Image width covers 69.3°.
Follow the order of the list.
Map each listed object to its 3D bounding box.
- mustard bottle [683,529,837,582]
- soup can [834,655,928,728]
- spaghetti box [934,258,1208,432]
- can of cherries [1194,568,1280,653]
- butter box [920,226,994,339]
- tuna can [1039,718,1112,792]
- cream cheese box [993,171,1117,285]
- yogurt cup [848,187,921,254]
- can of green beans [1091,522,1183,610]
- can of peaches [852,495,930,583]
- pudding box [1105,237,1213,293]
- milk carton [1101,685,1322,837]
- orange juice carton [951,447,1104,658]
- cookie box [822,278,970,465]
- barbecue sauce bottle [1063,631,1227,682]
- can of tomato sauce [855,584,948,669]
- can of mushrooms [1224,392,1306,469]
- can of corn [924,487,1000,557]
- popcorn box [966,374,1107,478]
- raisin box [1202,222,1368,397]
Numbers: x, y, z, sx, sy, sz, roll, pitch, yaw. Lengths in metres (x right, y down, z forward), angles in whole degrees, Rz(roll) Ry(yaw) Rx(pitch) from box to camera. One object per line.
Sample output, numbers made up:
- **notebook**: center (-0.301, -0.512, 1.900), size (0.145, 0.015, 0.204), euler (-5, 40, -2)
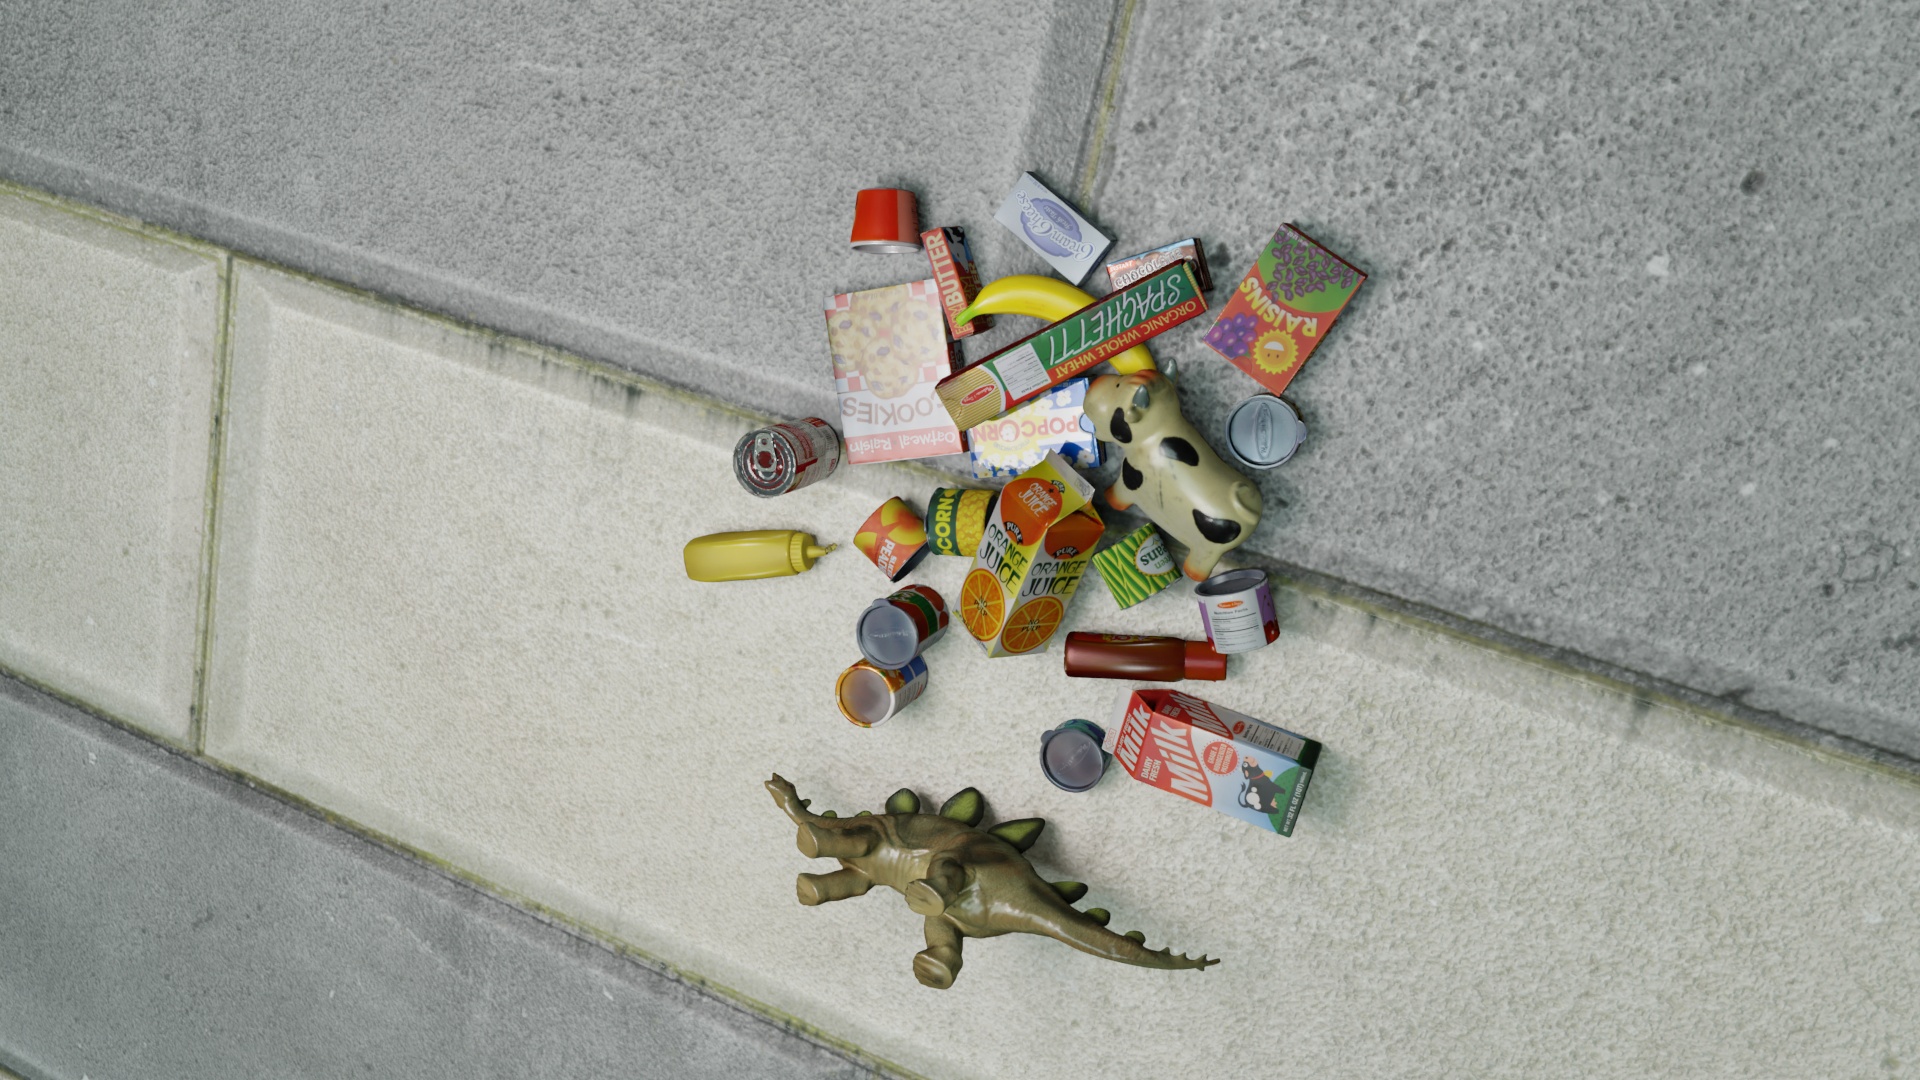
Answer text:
- **mustard bottle**: center (-0.201, 0.015, 1.422), size (0.160, 0.065, 0.048), euler (-3, 103, 17)
- **soup can**: center (-0.081, 0.142, 1.390), size (0.071, 0.084, 0.071), euler (5, 103, 21)
- **spaghetti box**: center (0.097, -0.172, 1.232), size (0.249, 0.029, 0.050), euler (-25, 107, 17)
- **can of cherries**: center (0.251, 0.063, 1.255), size (0.071, 0.072, 0.058), euler (-11, 103, 23)
- **butter box**: center (-0.002, -0.241, 1.295), size (0.024, 0.053, 0.103), euler (-16, 95, 25)
- **tuna can**: center (0.111, 0.208, 1.357), size (0.071, 0.033, 0.071), euler (5, 103, 20)
- **cream cheese box**: center (0.086, -0.284, 1.268), size (0.104, 0.024, 0.053), euler (41, 114, 9)
- **yogurt cup**: center (-0.070, -0.300, 1.304), size (0.072, 0.072, 0.054), euler (3, 95, 21)
- **can of green beans**: center (0.162, 0.024, 1.280), size (0.071, 0.071, 0.058), euler (-30, 89, 24)
- **can of peaches**: center (-0.065, 0.000, 1.361), size (0.058, 0.071, 0.071), euler (44, 113, 8)
- **pudding box**: center (0.177, -0.236, 1.239), size (0.083, 0.030, 0.049), euler (-13, 96, 23)
- **milk carton**: center (0.228, 0.197, 1.288), size (0.191, 0.074, 0.072), euler (20, 108, 17)
- **orange juice carton**: center (0.068, 0.012, 1.282), size (0.072, 0.073, 0.191), euler (50, 129, 39)
- **cookie box**: center (-0.059, -0.161, 1.342), size (0.123, 0.040, 0.167), euler (-5, 98, 22)
- **barbecue sauce bottle**: center (0.174, 0.110, 1.299), size (0.148, 0.065, 0.043), euler (2, 90, 12)
- **can of tomato sauce**: center (-0.057, 0.082, 1.368), size (0.071, 0.083, 0.071), euler (5, 103, 20)
- **can of mushrooms**: center (0.272, -0.097, 1.230), size (0.071, 0.033, 0.071), euler (4, 102, 21)
- **can of corn**: center (0.005, -0.017, 1.330), size (0.058, 0.071, 0.071), euler (3, 103, 20)
- **popcorn box**: center (0.069, -0.107, 1.304), size (0.126, 0.038, 0.085), euler (-5, 99, 22)
- **raisin box**: center (0.280, -0.200, 1.202), size (0.086, 0.040, 0.123), euler (37, 112, 9)
